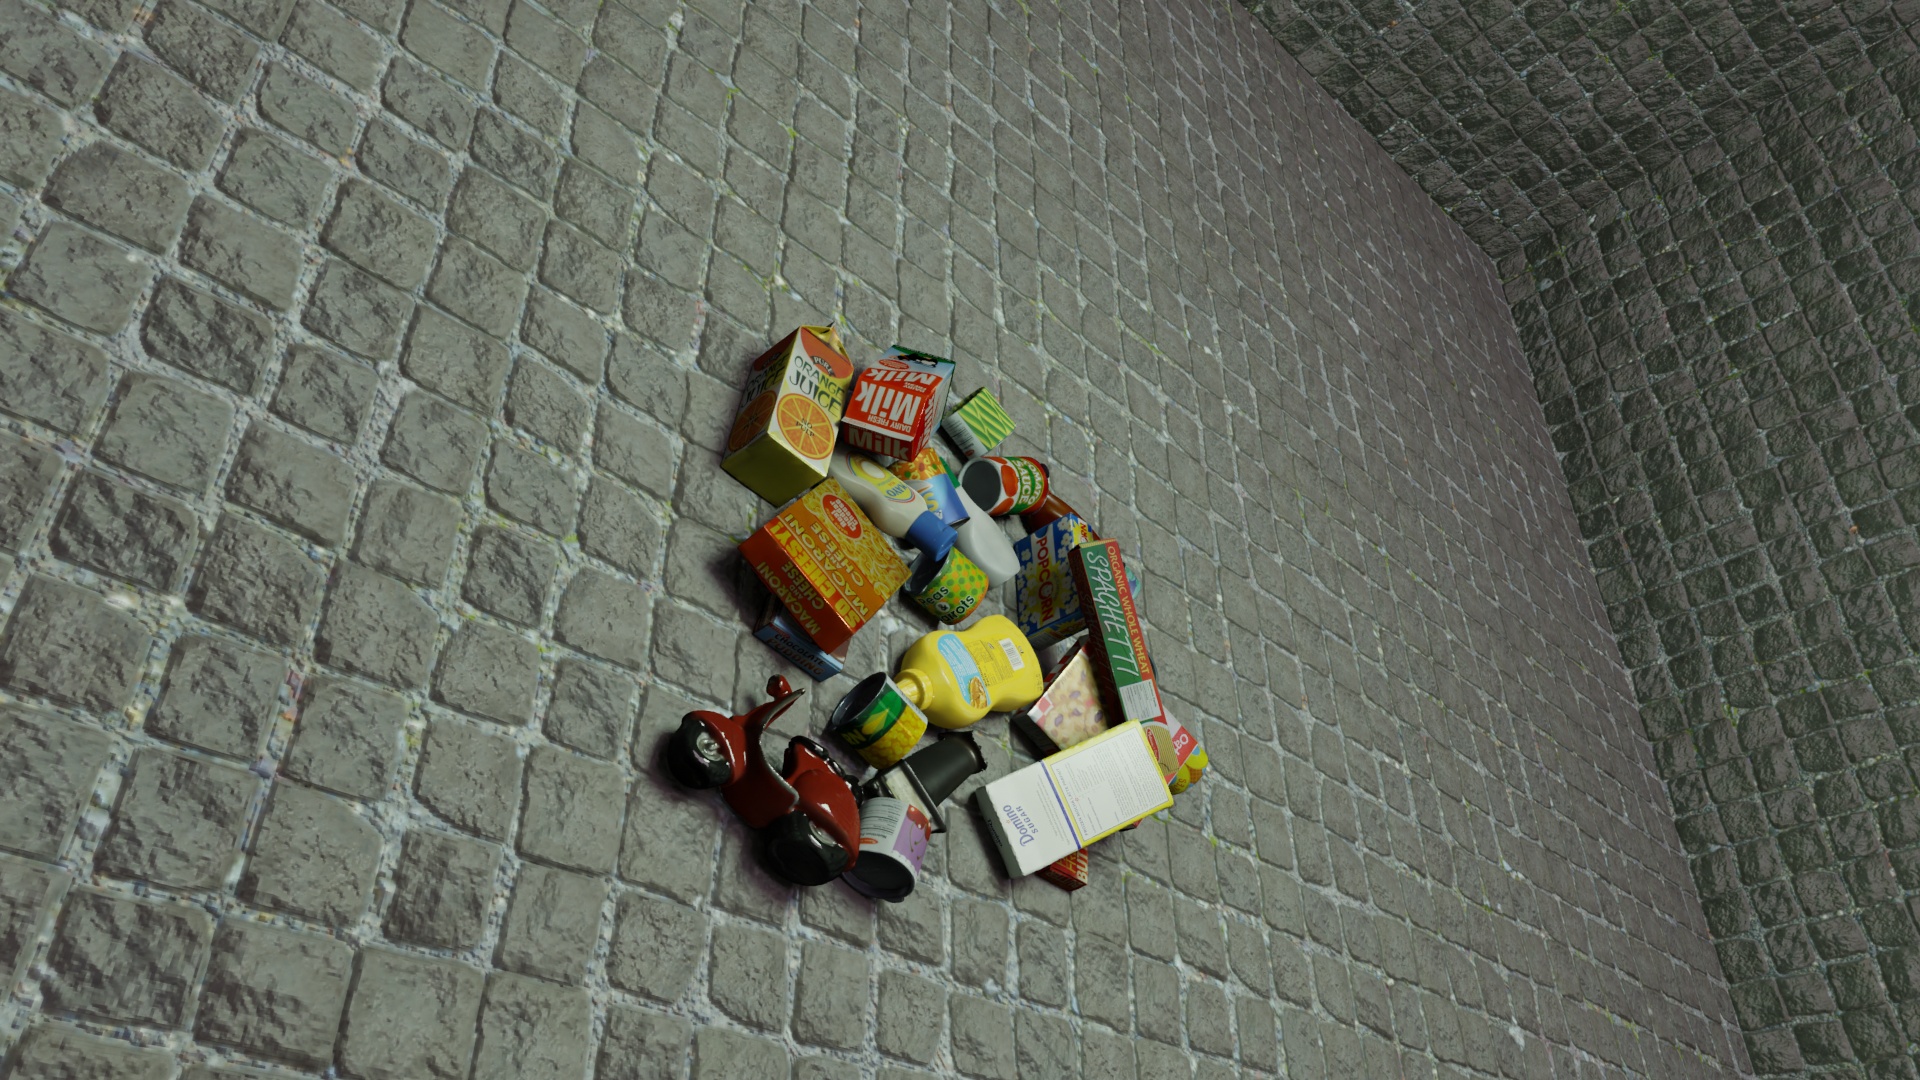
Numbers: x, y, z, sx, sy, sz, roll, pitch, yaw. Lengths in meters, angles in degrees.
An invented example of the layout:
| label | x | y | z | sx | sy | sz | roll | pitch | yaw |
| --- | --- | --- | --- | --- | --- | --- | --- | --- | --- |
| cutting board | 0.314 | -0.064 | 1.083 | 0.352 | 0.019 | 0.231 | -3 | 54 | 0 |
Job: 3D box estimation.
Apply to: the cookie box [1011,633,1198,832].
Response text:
| label | x | y | z | sx | sy | sz | roll | pitch | yaw |
| --- | --- | --- | --- | --- | --- | --- | --- | --- | --- |
| cookie box | 0.152 | 0.198 | 1.439 | 0.167 | 0.040 | 0.123 | 47 | 62 | -7 |

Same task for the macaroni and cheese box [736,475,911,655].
| label | x | y | z | sx | sy | sz | roll | pitch | yaw |
| --- | --- | --- | --- | --- | --- | --- | --- | --- | --- |
| macaroni and cheese box | -0.119 | 0.020 | 1.258 | 0.123 | 0.040 | 0.167 | 50 | 23 | -4 |

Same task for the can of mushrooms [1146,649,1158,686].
| label | x | y | z | sx | sy | sz | roll | pitch | yaw |
| --- | --- | --- | --- | --- | --- | --- | --- | --- | --- |
| can of mushrooms | 0.190 | 0.150 | 1.575 | 0.071 | 0.033 | 0.071 | 30 | 45 | -35 |

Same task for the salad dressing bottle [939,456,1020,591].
| label | x | y | z | sx | sy | sz | roll | pitch | yaw |
| --- | --- | --- | --- | --- | --- | --- | --- | --- | --- |
| salad dressing bottle | 0.005 | -0.018 | 1.468 | 0.147 | 0.044 | 0.064 | 57 | 36 | -1 |

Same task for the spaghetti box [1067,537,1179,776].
| label | x | y | z | sx | sy | sz | roll | pitch | yaw |
| --- | --- | --- | --- | --- | --- | --- | --- | --- | --- |
| spaghetti box | 0.167 | 0.121 | 1.426 | 0.050 | 0.028 | 0.250 | -10 | 81 | -28 |

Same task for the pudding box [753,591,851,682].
| label | x | y | z | sx | sy | sz | roll | pitch | yaw |
| --- | --- | --- | --- | --- | --- | --- | --- | --- | --- |
| pudding box | -0.139 | 0.082 | 1.235 | 0.083 | 0.030 | 0.050 | 39 | 39 | -26 |

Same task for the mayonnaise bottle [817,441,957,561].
| label | x | y | z | sx | sy | sz | roll | pitch | yaw |
| --- | --- | --- | --- | --- | --- | --- | --- | --- | --- |
| mayonnaise bottle | -0.070 | -0.038 | 1.348 | 0.148 | 0.041 | 0.065 | 37 | 32 | 11 |

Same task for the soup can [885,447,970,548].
| label | x | y | z | sx | sy | sz | roll | pitch | yaw |
| --- | --- | --- | --- | --- | --- | --- | --- | --- | --- |
| soup can | -0.039 | -0.043 | 1.412 | 0.071 | 0.071 | 0.084 | -20 | 81 | -54 |

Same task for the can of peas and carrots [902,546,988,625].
| label | x | y | z | sx | sy | sz | roll | pitch | yaw |
| --- | --- | --- | --- | --- | --- | --- | --- | --- | --- |
| can of peas and carrots | -0.015 | 0.044 | 1.379 | 0.058 | 0.070 | 0.071 | 41 | 40 | -25 |

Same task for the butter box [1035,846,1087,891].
| label | x | y | z | sx | sy | sz | roll | pitch | yaw |
| --- | --- | --- | --- | --- | --- | --- | --- | --- | --- |
| butter box | 0.101 | 0.290 | 1.376 | 0.053 | 0.024 | 0.104 | 34 | 43 | -31 |

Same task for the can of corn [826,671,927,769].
| label | x | y | z | sx | sy | sz | roll | pitch | yaw |
| --- | --- | --- | --- | --- | --- | --- | --- | --- | --- |
| can of corn | -0.073 | 0.162 | 1.228 | 0.058 | 0.071 | 0.071 | 48 | 37 | -16 |

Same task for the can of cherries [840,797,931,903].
| label | x | y | z | sx | sy | sz | roll | pitch | yaw |
| --- | --- | --- | --- | --- | --- | --- | --- | --- | --- |
| can of cherries | -0.062 | 0.261 | 1.170 | 0.071 | 0.071 | 0.059 | 43 | 39 | -21 |

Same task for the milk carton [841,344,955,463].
| label | x | y | z | sx | sy | sz | roll | pitch | yaw |
| --- | --- | --- | --- | --- | --- | --- | --- | --- | --- |
| milk carton | -0.062 | -0.134 | 1.382 | 0.072 | 0.073 | 0.191 | 16 | 22 | 4 |

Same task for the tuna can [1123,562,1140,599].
| label | x | y | z | sx | sy | sz | roll | pitch | yaw |
| --- | --- | --- | --- | --- | --- | --- | --- | --- | --- |
| tuna can | 0.173 | 0.056 | 1.592 | 0.033 | 0.071 | 0.071 | 51 | 37 | -14 |

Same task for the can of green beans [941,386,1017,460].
| label | x | y | z | sx | sy | sz | roll | pitch | yaw |
| --- | --- | --- | --- | --- | --- | --- | --- | --- | --- |
| can of green beans | 0.019 | -0.129 | 1.543 | 0.057 | 0.071 | 0.071 | 52 | 36 | -10 |

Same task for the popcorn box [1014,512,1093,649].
| label | x | y | z | sx | sy | sz | roll | pitch | yaw |
| --- | --- | --- | --- | --- | --- | --- | --- | --- | --- |
| popcorn box | 0.104 | 0.045 | 1.503 | 0.038 | 0.085 | 0.127 | 28 | 46 | -37 |

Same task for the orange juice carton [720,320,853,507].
| label | x | y | z | sx | sy | sz | roll | pitch | yaw |
| --- | --- | --- | --- | --- | --- | --- | --- | --- | --- |
| orange juice carton | -0.160 | -0.133 | 1.329 | 0.073 | 0.071 | 0.194 | 37 | 41 | -28 |

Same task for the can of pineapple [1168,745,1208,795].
| label | x | y | z | sx | sy | sz | roll | pitch | yaw |
| --- | --- | --- | --- | --- | --- | --- | --- | --- | --- |
| can of pineapple | 0.230 | 0.239 | 1.529 | 0.058 | 0.070 | 0.071 | 47 | 38 | -17 |

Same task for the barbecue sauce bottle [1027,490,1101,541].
| label | x | y | z | sx | sy | sz | roll | pitch | yaw |
| --- | --- | --- | --- | --- | --- | --- | --- | --- | --- |
| barbecue sauce bottle | 0.111 | -0.013 | 1.576 | 0.148 | 0.064 | 0.044 | 54 | 34 | 8 |

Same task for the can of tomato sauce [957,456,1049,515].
| label | x | y | z | sx | sy | sz | roll | pitch | yaw |
| --- | --- | --- | --- | --- | --- | --- | --- | --- | --- |
| can of tomato sauce | 0.048 | -0.060 | 1.524 | 0.083 | 0.071 | 0.071 | -3 | 68 | -50 |
